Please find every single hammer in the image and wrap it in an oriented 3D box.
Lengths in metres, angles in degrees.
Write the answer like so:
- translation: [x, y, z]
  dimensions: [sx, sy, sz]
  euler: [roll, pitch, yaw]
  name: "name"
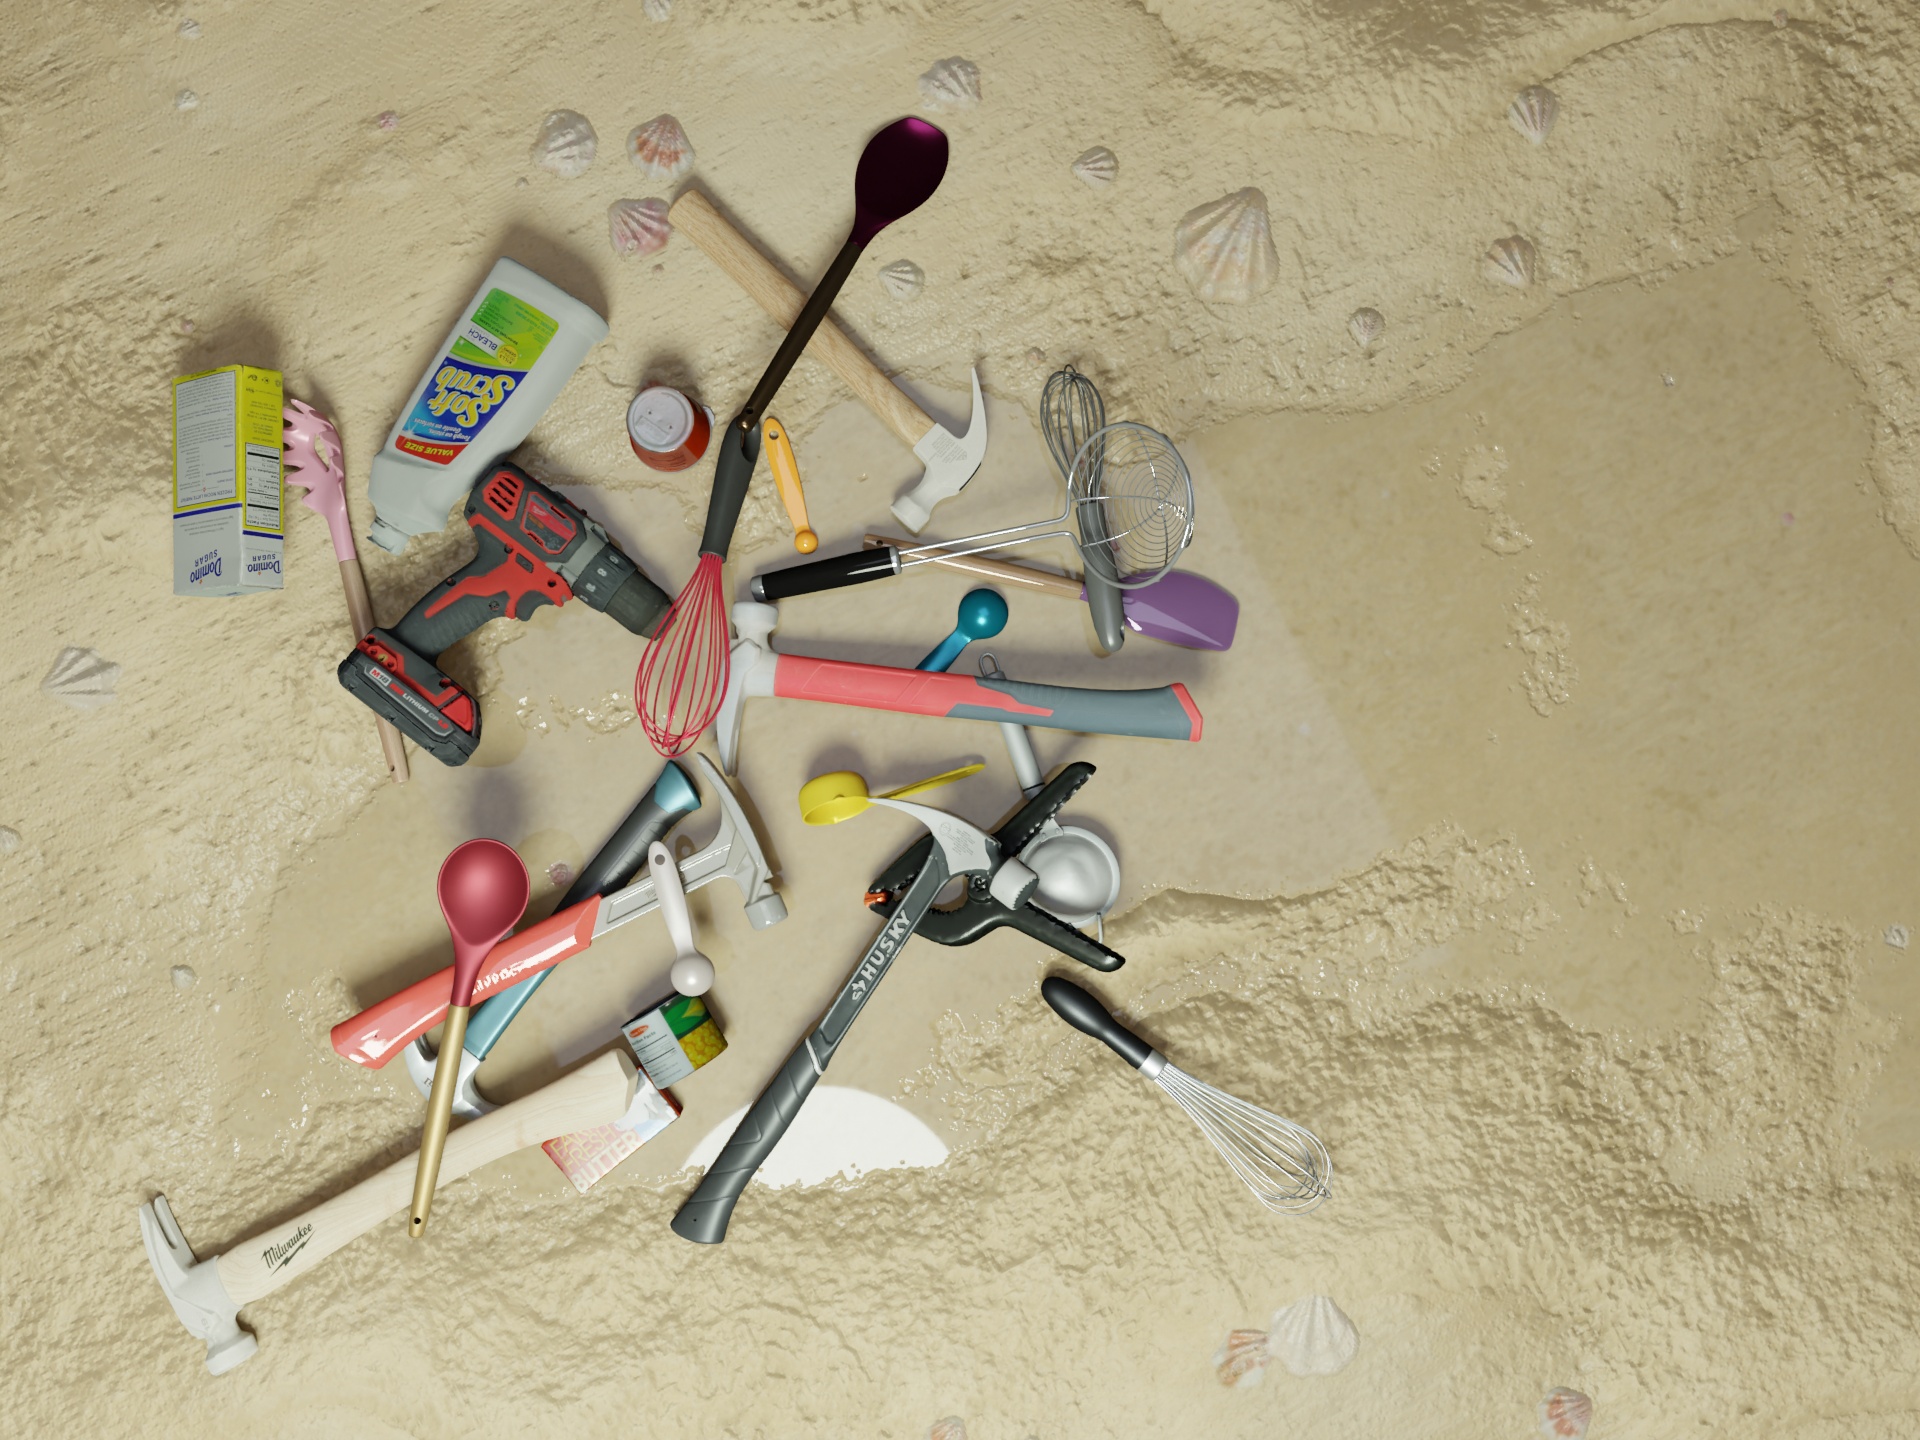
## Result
- translation: [-0.002, -0.004, 1.271]
  dimensions: [0.386, 0.038, 0.143]
  euler: [7, 88, 6]
  name: "hammer"
- translation: [-0.325, 0.165, 1.246]
  dimensions: [0.359, 0.037, 0.149]
  euler: [-26, 90, -4]
  name: "hammer"
- translation: [-0.443, 0.356, 1.246]
  dimensions: [0.410, 0.038, 0.146]
  euler: [-28, 88, 4]
  name: "hammer"
- translation: [-0.109, -0.314, 1.306]
  dimensions: [0.331, 0.031, 0.130]
  euler: [44, 88, 1]
  name: "hammer"
- translation: [-0.321, 0.174, 1.281]
  dimensions: [0.128, 0.033, 0.331]
  euler: [38, 87, -1]
  name: "hammer"
- translation: [-0.108, 0.244, 1.255]
  dimensions: [0.149, 0.036, 0.409]
  euler: [36, 96, 21]
  name: "hammer"

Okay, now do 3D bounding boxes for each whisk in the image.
- translation: [0.181, 0.296, 1.279]
  dimensions: [0.284, 0.070, 0.070]
  euler: [37, 87, 5]
  name: "whisk"
- translation: [0.105, -0.173, 1.291]
  dimensions: [0.055, 0.055, 0.239]
  euler: [-9, 85, -2]
  name: "whisk"
- translation: [-0.202, -0.112, 1.267]
  dimensions: [0.073, 0.073, 0.296]
  euler: [12, 74, -1]
  name: "whisk"

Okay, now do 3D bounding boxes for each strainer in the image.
- translation: [0.062, 0.066, 1.294]
  dimensions: [0.087, 0.050, 0.258]
  euler: [-21, 85, 12]
  name: "strainer"

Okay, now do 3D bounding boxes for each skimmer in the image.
- translation: [0.002, -0.140, 1.242]
  dimensions: [0.363, 0.090, 0.127]
  euler: [-11, 90, 9]
  name: "skimmer"

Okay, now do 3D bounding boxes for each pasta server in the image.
- translation: [-0.494, -0.102, 1.284]
  dimensions: [0.060, 0.040, 0.316]
  euler: [-14, 90, 27]
  name: "pasta server"

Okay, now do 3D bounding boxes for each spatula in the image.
- translation: [0.075, -0.115, 1.310]
  dimensions: [0.316, 0.018, 0.060]
  euler: [12, 83, -2]
  name: "spatula"

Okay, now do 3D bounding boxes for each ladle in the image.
- translation: [-0.385, 0.241, 1.210]
  dimensions: [0.069, 0.031, 0.315]
  euler: [12, 93, -6]
  name: "ladle"

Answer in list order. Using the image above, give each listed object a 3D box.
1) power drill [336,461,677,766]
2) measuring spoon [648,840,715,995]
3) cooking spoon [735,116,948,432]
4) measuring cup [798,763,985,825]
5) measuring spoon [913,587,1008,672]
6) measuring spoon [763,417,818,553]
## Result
- translation: [-0.355, -0.069, 1.261]
  dimensions: [0.188, 0.080, 0.227]
  euler: [38, 78, -7]
  name: "power drill"
- translation: [-0.220, 0.153, 1.227]
  dimensions: [0.034, 0.018, 0.124]
  euler: [-16, 89, -4]
  name: "measuring spoon"
- translation: [-0.099, -0.362, 1.285]
  dimensions: [0.069, 0.017, 0.319]
  euler: [28, 74, 1]
  name: "cooking spoon"
- translation: [-0.057, 0.048, 1.291]
  dimensions: [0.156, 0.062, 0.029]
  euler: [-16, 70, -14]
  name: "measuring cup"
- translation: [-0.010, -0.057, 1.303]
  dimensions: [0.042, 0.021, 0.128]
  euler: [43, 86, 0]
  name: "measuring spoon"
- translation: [-0.141, -0.194, 1.310]
  dimensions: [0.021, 0.011, 0.117]
  euler: [-17, 88, -2]
  name: "measuring spoon"
